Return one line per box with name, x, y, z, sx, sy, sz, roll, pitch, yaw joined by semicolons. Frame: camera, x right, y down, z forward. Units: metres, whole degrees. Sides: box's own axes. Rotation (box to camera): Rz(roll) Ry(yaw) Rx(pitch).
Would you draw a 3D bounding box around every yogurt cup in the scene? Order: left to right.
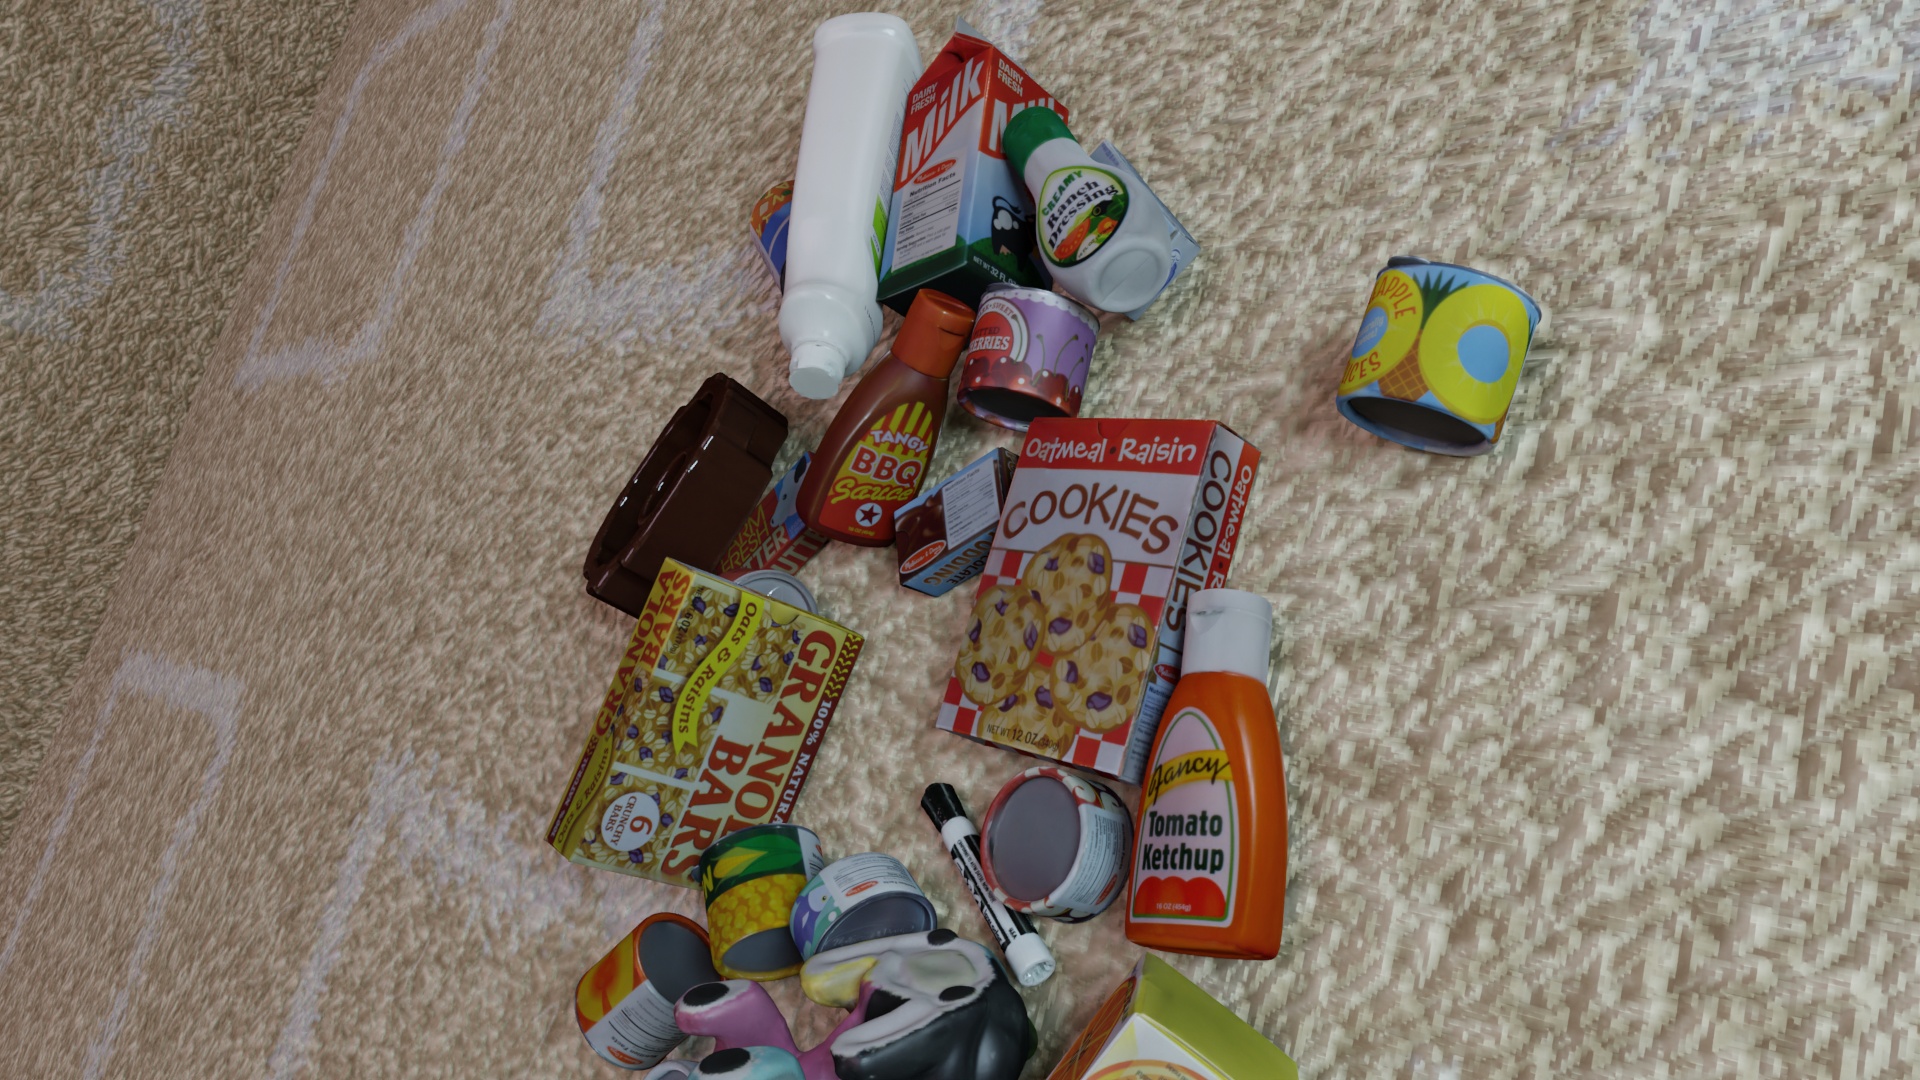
yogurt cup;-0.125;0.047;0.837;0.054;0.072;0.072;17;83;62

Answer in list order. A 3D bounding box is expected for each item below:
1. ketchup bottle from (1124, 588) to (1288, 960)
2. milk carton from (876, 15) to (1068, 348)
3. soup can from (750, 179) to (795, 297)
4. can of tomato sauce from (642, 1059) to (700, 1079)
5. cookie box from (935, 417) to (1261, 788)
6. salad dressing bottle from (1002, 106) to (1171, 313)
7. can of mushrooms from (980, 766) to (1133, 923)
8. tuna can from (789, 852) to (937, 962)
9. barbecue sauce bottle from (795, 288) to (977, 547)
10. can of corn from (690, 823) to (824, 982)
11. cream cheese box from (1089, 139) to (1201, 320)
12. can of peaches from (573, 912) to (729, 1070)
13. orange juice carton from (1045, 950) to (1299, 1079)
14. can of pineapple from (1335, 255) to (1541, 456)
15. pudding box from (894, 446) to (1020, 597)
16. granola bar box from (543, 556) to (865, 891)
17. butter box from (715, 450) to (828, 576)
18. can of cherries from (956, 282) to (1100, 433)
ketchup bottle;0.106;0.095;0.578;0.064;0.043;0.149;-11;61;44
milk carton;0.012;-0.219;0.826;0.073;0.072;0.191;-14;61;42
soup can;-0.098;-0.199;0.939;0.071;0.071;0.084;-49;42;17
can of tomato sauce;-0.110;0.291;0.676;0.071;0.083;0.071;-24;54;38
cookie box;0.064;0.024;0.664;0.123;0.040;0.167;6;74;49
salad dressing bottle;0.062;-0.178;0.731;0.064;0.044;0.148;-42;44;19
can of mushrooms;0.041;0.138;0.633;0.071;0.033;0.071;-23;55;38
tuna can;-0.048;0.189;0.678;0.071;0.071;0.033;-56;39;9
barbecue sauce bottle;-0.038;-0.069;0.783;0.148;0.065;0.044;-63;34;21
can of corn;-0.104;0.192;0.733;0.071;0.071;0.058;-41;46;25
cream cheese box;0.086;-0.170;0.756;0.053;0.024;0.104;-46;43;21
can of peaches;-0.172;0.250;0.778;0.058;0.071;0.071;-44;44;22
orange juice carton;0.040;0.256;0.513;0.073;0.072;0.192;37;97;8
can of pineapple;0.189;-0.073;0.558;0.071;0.071;0.058;13;80;50
pudding box;0.003;-0.009;0.756;0.083;0.030;0.050;-31;51;33
granola bar box;-0.138;0.108;0.771;0.039;0.124;0.165;18;84;50
butter box;-0.115;-0.003;0.884;0.103;0.024;0.053;-45;43;21
can of cherries;0.034;-0.095;0.736;0.071;0.071;0.058;0;71;47
